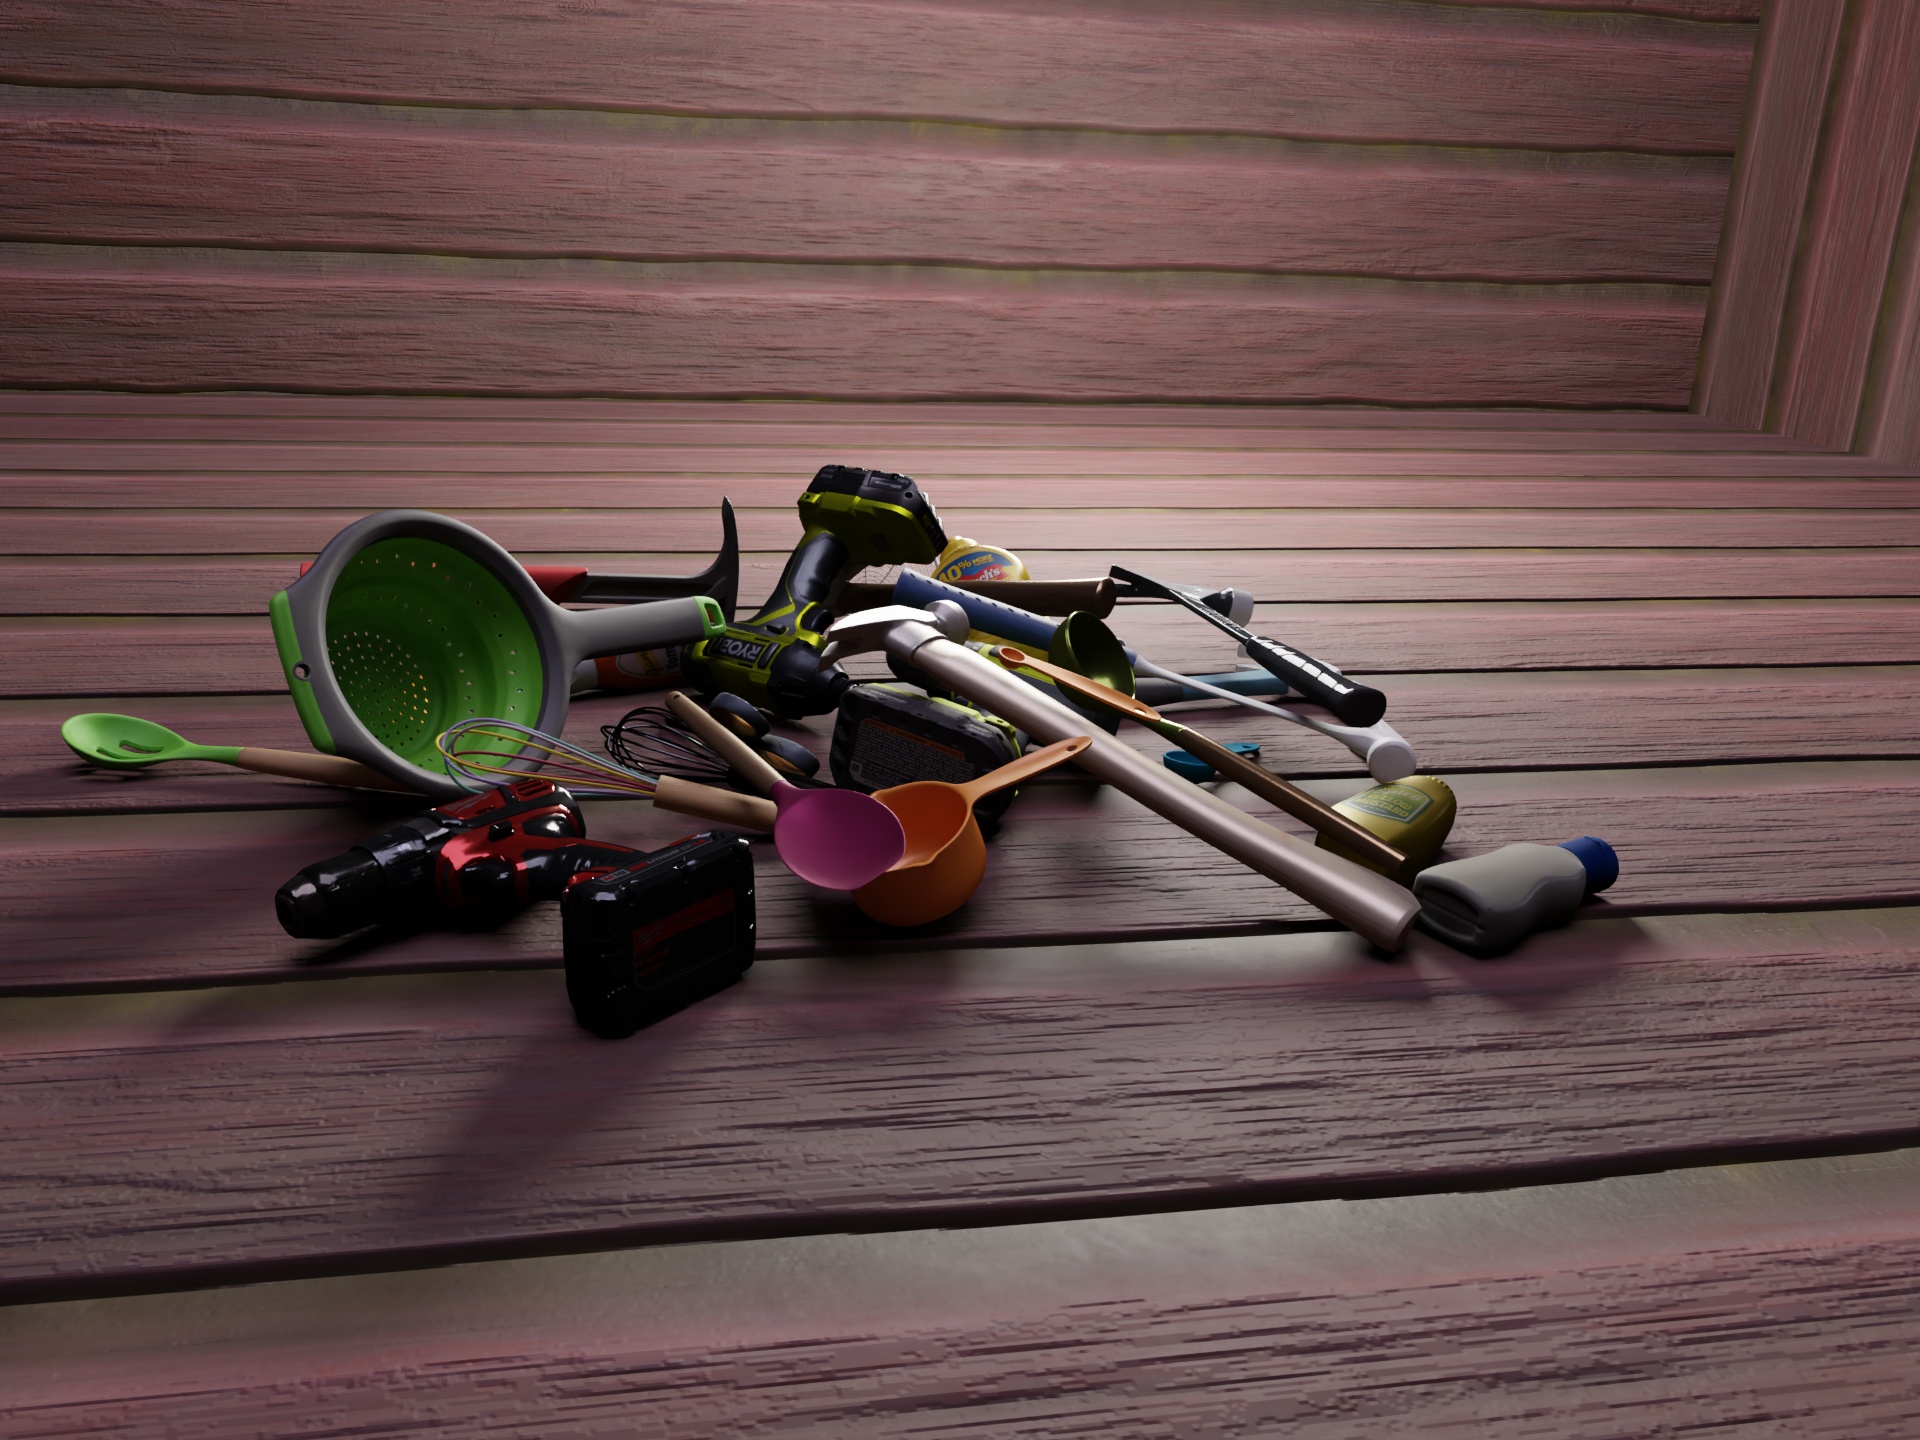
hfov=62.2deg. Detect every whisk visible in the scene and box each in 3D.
[{"bbox_3d":[-0.155,0.039,1.115,0.239,0.055,0.055,17,24,25],"label":"whisk"},{"bbox_3d":[-0.221,0.044,1.042,0.245,0.051,0.047,14,-7,-8],"label":"whisk"}]

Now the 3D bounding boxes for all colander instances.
[{"bbox_3d":[-0.332,-0.046,1.157,0.094,0.204,0.397,-20,-3,35],"label":"colander"}]

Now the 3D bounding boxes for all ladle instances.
[{"bbox_3d":[0.173,0.011,1.056,0.078,0.062,0.320,18,12,-47],"label":"ladle"}]

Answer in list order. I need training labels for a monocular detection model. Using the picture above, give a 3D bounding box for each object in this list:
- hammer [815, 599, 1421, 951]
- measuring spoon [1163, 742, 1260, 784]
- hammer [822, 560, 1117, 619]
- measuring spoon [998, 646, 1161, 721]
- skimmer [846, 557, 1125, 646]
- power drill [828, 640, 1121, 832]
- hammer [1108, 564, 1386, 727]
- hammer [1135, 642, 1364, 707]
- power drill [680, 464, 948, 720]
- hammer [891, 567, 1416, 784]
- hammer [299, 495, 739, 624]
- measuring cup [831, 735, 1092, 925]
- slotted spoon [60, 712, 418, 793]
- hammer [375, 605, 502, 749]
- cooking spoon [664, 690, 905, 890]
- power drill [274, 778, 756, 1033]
[{"bbox_3d":[0.096,0.030,1.009,0.411,0.038,0.146,31,26,26],"label":"hammer"},{"bbox_3d":[0.196,0.033,1.216,0.042,0.021,0.128,15,14,35],"label":"measuring spoon"},{"bbox_3d":[-0.012,-0.106,1.354,0.331,0.031,0.130,3,59,38],"label":"hammer"},{"bbox_3d":[0.078,-0.021,1.053,0.117,0.011,0.021,23,27,1],"label":"measuring spoon"},{"bbox_3d":[0.005,-0.119,1.481,0.127,0.090,0.363,-41,36,-27],"label":"skimmer"},{"bbox_3d":[-0.002,-0.004,1.171,0.190,0.080,0.228,20,23,18],"label":"power drill"},{"bbox_3d":[0.237,-0.065,1.299,0.149,0.036,0.409,11,13,-15],"label":"hammer"},{"bbox_3d":[0.170,-0.024,1.343,0.331,0.033,0.128,-5,21,-19],"label":"hammer"},{"bbox_3d":[-0.111,-0.102,1.327,0.171,0.080,0.223,14,61,35],"label":"power drill"},{"bbox_3d":[0.144,-0.039,1.221,0.405,0.035,0.144,19,11,6],"label":"hammer"},{"bbox_3d":[-0.370,-0.124,1.357,0.359,0.149,0.037,0,17,-17],"label":"hammer"},{"bbox_3d":[0.009,0.065,0.962,0.173,0.052,0.095,-25,30,-11],"label":"measuring cup"},{"bbox_3d":[-0.484,0.031,1.123,0.314,0.031,0.070,7,20,8],"label":"slotted spoon"},{"bbox_3d":[-0.440,-0.038,1.312,0.127,0.034,0.337,1,19,-7],"label":"hammer"},{"bbox_3d":[-0.126,0.036,1.016,0.069,0.017,0.319,-32,33,-18],"label":"cooking spoon"},{"bbox_3d":[-0.246,0.098,0.885,0.227,0.080,0.188,13,22,36],"label":"power drill"}]
